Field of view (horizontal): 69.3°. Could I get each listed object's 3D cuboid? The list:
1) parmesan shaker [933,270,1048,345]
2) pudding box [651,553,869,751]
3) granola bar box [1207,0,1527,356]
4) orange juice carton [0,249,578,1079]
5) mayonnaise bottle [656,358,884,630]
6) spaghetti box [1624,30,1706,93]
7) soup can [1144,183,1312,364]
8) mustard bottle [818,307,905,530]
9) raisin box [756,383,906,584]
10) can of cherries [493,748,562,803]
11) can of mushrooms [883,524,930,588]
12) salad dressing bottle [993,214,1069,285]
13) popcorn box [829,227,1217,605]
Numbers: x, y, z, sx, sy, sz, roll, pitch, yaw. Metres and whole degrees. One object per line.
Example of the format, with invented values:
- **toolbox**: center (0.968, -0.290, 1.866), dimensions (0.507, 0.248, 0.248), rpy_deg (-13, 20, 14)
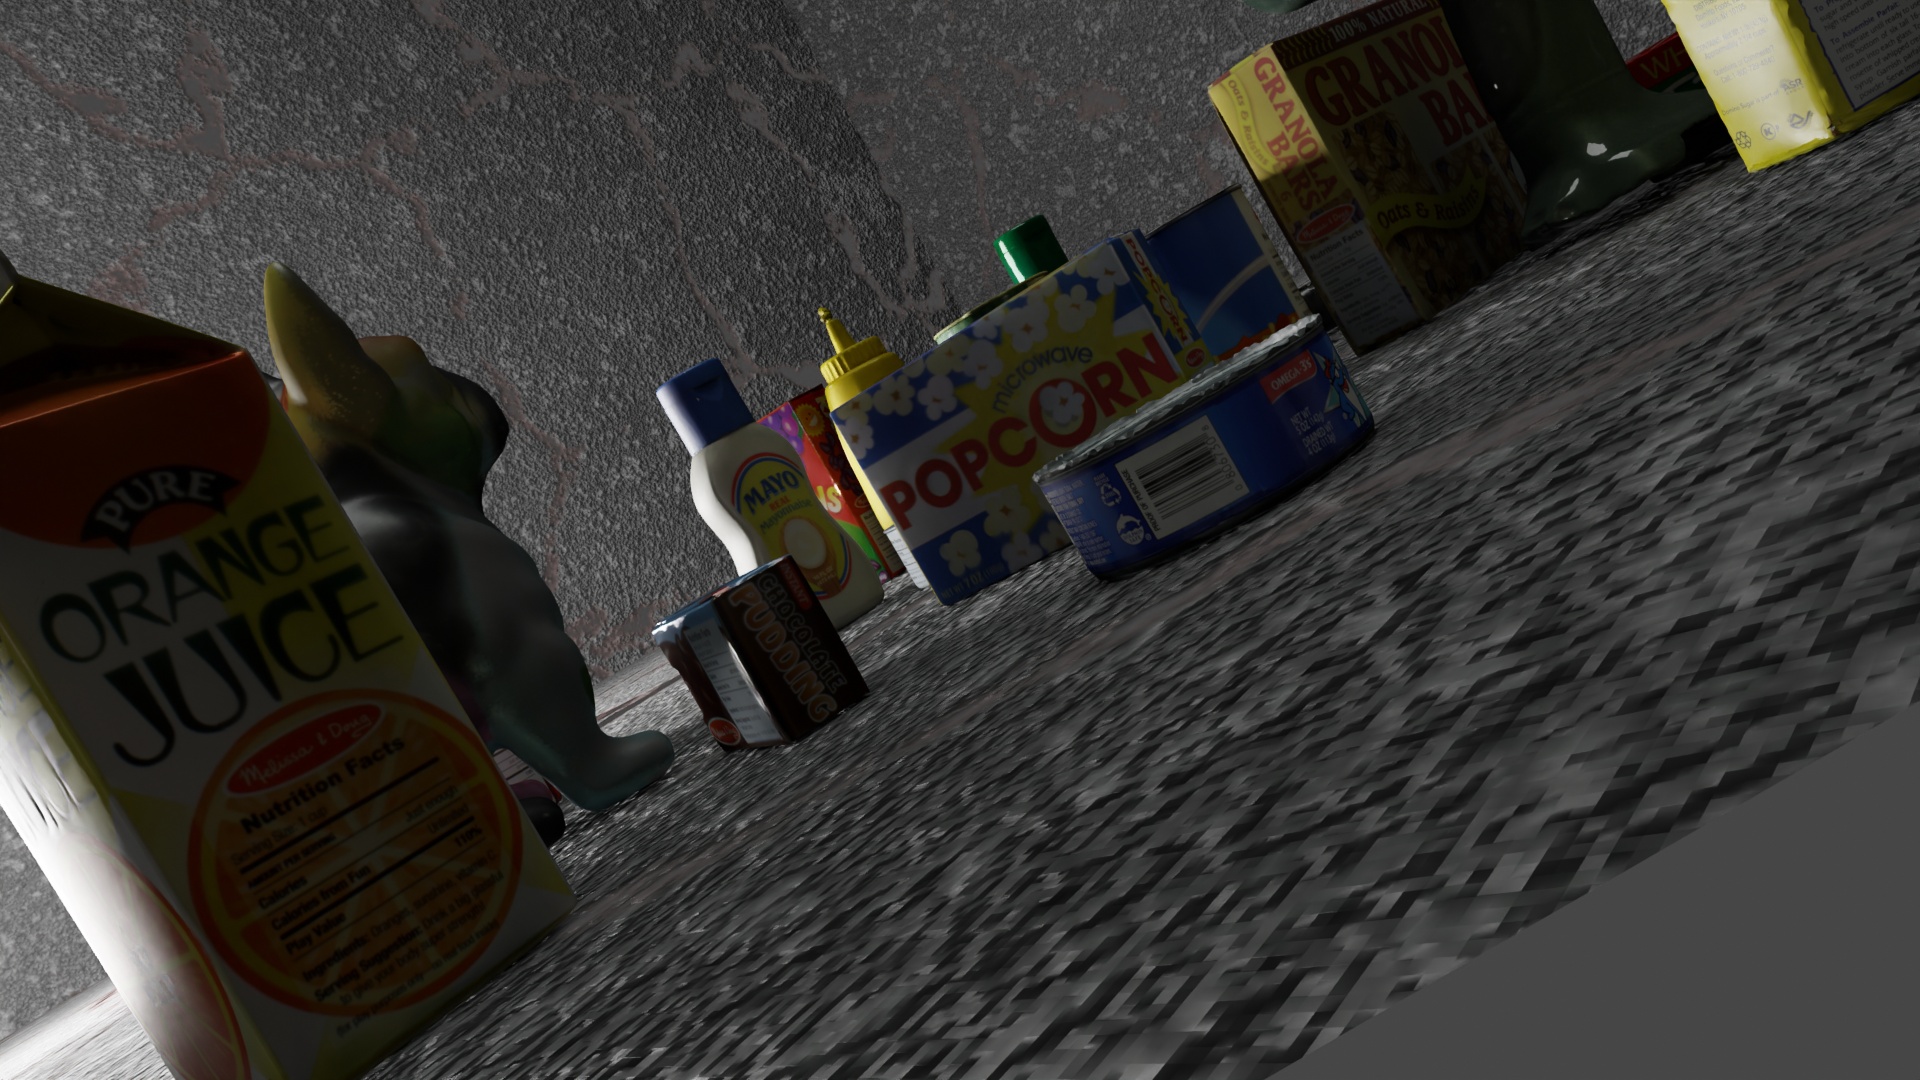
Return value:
- **parmesan shaker**: center (0.040, -0.073, 0.696), dimensions (0.071, 0.103, 0.071), rpy_deg (-30, 3, 2)
- **pudding box**: center (-0.065, 0.037, 0.432), dimensions (0.030, 0.049, 0.083), rpy_deg (-32, 4, -25)
- **granola bar box**: center (0.190, -0.165, 0.592), dimensions (0.166, 0.124, 0.039), rpy_deg (-33, 4, -39)
- **orange juice carton**: center (-0.177, 0.027, 0.313), dimensions (0.071, 0.192, 0.073), rpy_deg (-27, 4, 43)
- **mayonnaise bottle**: center (-0.100, -0.019, 0.695), dimensions (0.065, 0.148, 0.041), rpy_deg (-32, 4, -30)
- **spaghetti box**: center (0.314, -0.194, 0.598), dimensions (0.029, 0.050, 0.249), rpy_deg (-32, 4, -37)
- **soup can**: center (0.100, -0.087, 0.553), dimensions (0.071, 0.083, 0.071), rpy_deg (-30, 3, 2)
- **mustard bottle**: center (-0.042, -0.068, 0.815), dimensions (0.048, 0.160, 0.065), rpy_deg (-27, 4, 42)
- **raisin box**: center (-0.090, -0.021, 0.854), dimensions (0.086, 0.123, 0.040), rpy_deg (-28, 4, 38)
- **can of cherries**: center (-0.223, 0.109, 0.626), dimensions (0.071, 0.058, 0.071), rpy_deg (-30, 3, 2)
- **can of mushrooms**: center (0.002, -0.008, 0.647), dimensions (0.071, 0.033, 0.071), rpy_deg (-30, 3, 2)
- **salad dressing bottle**: center (0.071, -0.129, 0.862), dimensions (0.064, 0.147, 0.044), rpy_deg (-31, 3, -20)
- **popcorn box**: center (0.027, -0.041, 0.496), dimensions (0.126, 0.085, 0.038), rpy_deg (-28, 4, 27)
